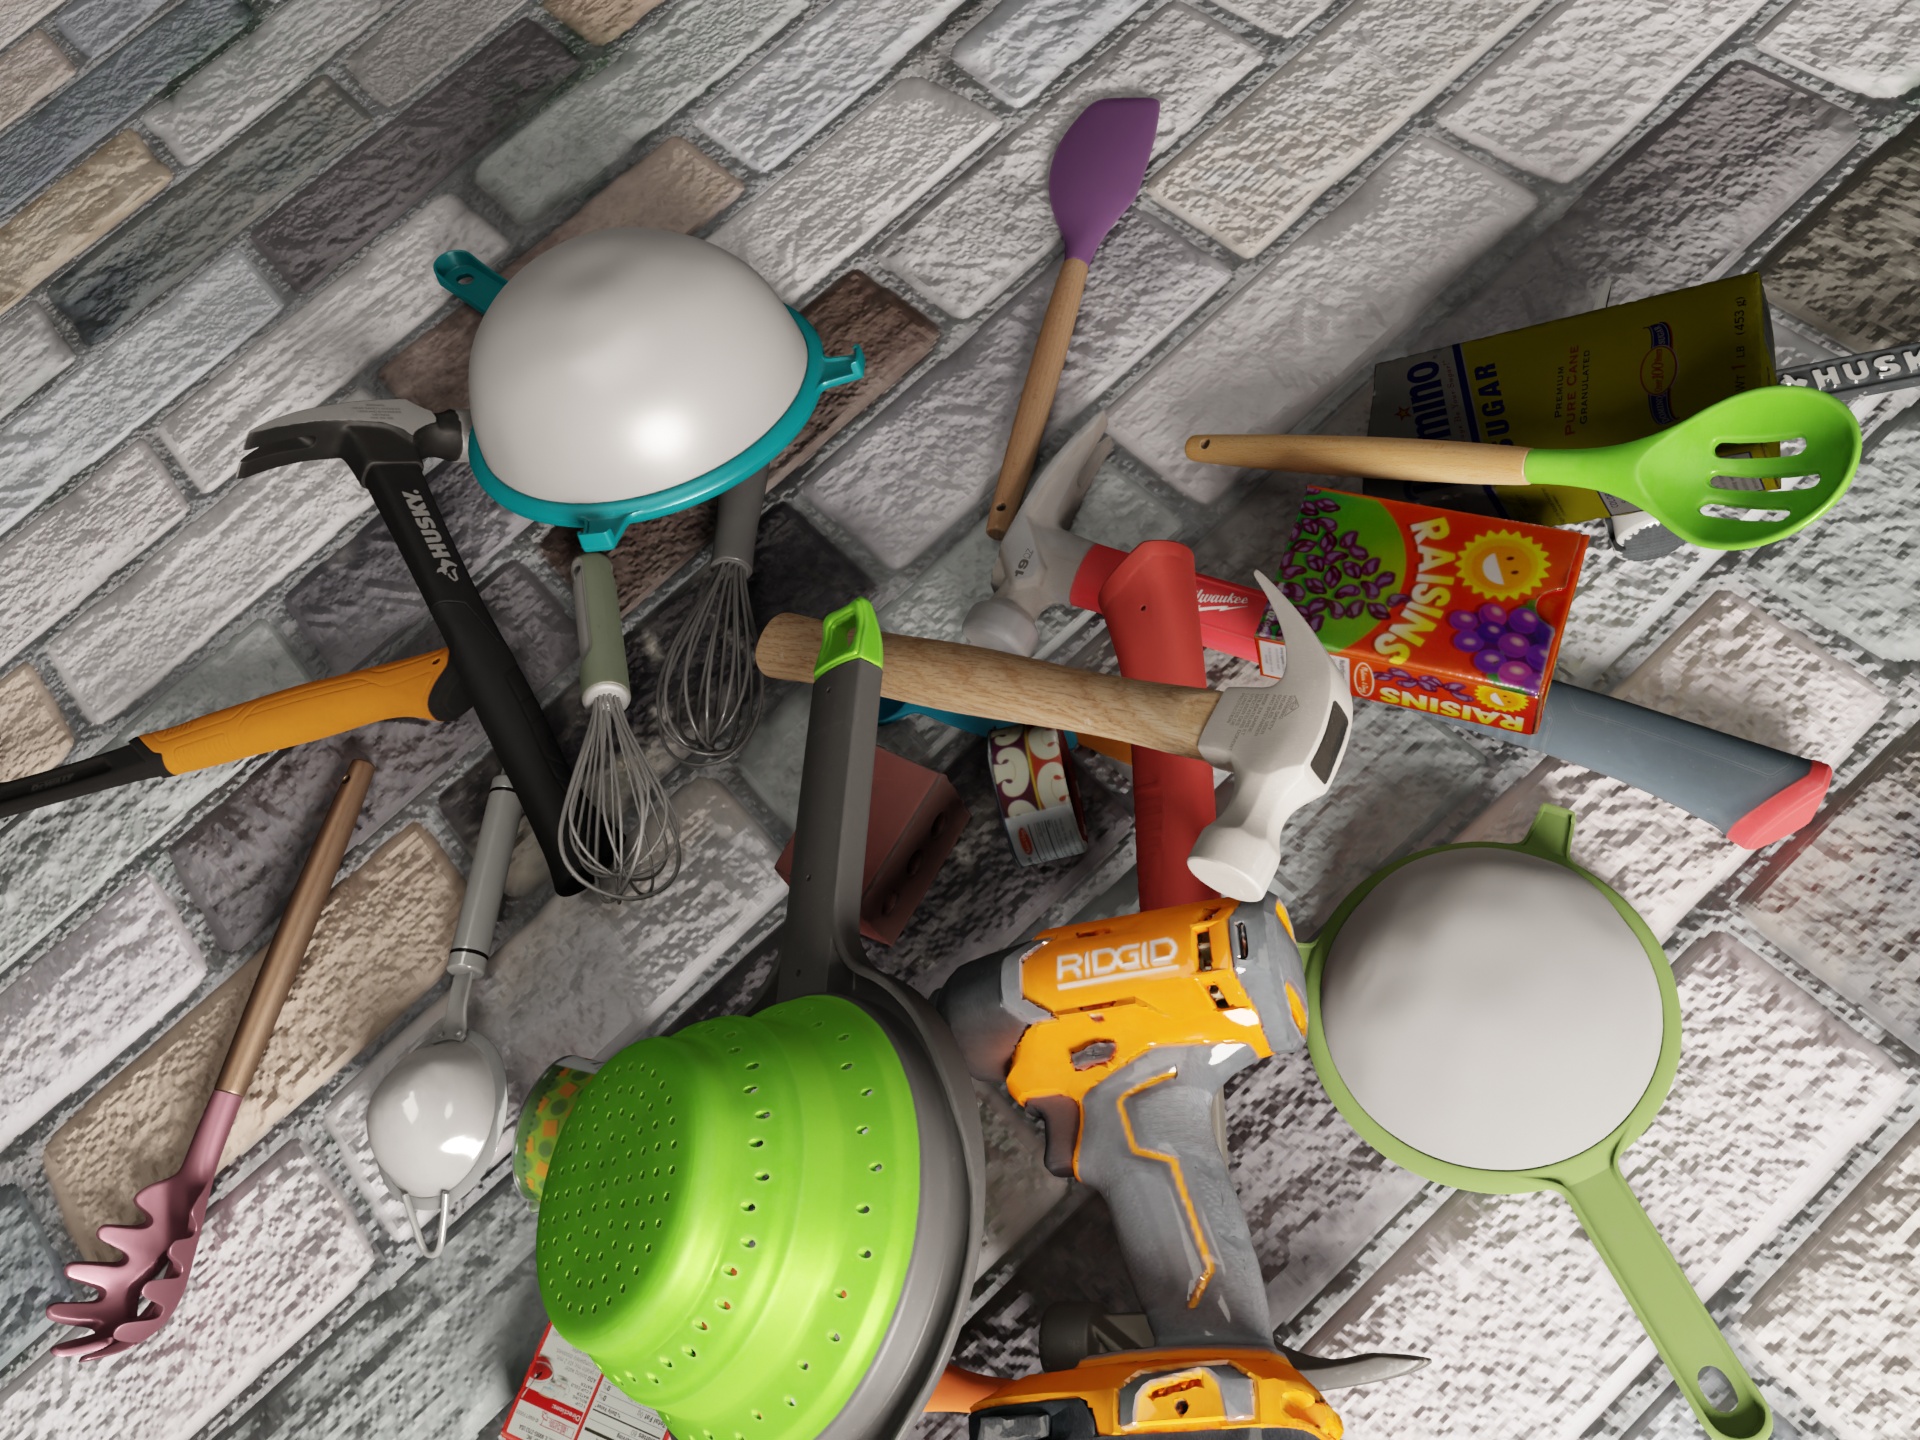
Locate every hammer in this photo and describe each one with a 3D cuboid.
[{"bbox_3d":[0.492,-0.177,0.728,0.409,0.036,0.149,-10,60,11],"label":"hammer"},{"bbox_3d":[0.023,-0.017,0.706,0.331,0.031,0.130,12,64,44],"label":"hammer"},{"bbox_3d":[0.103,0.090,0.671,0.149,0.036,0.359,-9,68,23],"label":"hammer"},{"bbox_3d":[-0.269,-0.048,0.852,0.335,0.146,0.035,57,133,24],"label":"hammer"},{"bbox_3d":[-0.431,0.009,0.896,0.337,0.034,0.127,-14,48,6],"label":"hammer"},{"bbox_3d":[0.198,-0.040,0.742,0.386,0.038,0.143,20,69,24],"label":"hammer"}]

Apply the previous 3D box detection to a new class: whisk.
[{"bbox_3d":[-0.181,-0.005,0.813,0.059,0.057,0.247,7,42,-25],"label":"whisk"},{"bbox_3d":[-0.126,-0.082,0.856,0.055,0.055,0.239,-6,58,14],"label":"whisk"}]

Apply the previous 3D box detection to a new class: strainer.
[{"bbox_3d":[-0.229,-0.241,0.918,0.211,0.095,0.341,-39,52,-20],"label":"strainer"},{"bbox_3d":[-0.248,0.128,0.787,0.087,0.050,0.259,-12,57,27],"label":"strainer"},{"bbox_3d":[0.232,0.150,0.615,0.151,0.069,0.257,-26,58,2],"label":"strainer"}]

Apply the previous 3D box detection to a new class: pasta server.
[{"bbox_3d":[-0.365,0.160,0.804,0.060,0.040,0.316,-1,62,29],"label":"pasta server"}]

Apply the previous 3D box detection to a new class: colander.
[{"bbox_3d":[-0.088,0.110,0.631,0.204,0.094,0.397,-25,50,42],"label":"colander"}]

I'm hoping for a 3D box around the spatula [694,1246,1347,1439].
[{"bbox_3d":[0.044,0.261,0.597,0.323,0.041,0.081,-1,65,27],"label":"spatula"}]

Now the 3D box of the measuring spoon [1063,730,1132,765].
[{"bbox_3d":[0.067,0.006,0.774,0.117,0.011,0.021,28,85,30],"label":"measuring spoon"}]

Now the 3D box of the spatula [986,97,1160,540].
[{"bbox_3d":[0.057,-0.236,0.894,0.060,0.018,0.316,6,64,20],"label":"spatula"}]

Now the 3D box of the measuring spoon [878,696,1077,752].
[{"bbox_3d":[-0.001,-0.003,0.793,0.129,0.021,0.042,16,72,18],"label":"measuring spoon"}]

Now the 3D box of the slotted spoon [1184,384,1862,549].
[{"bbox_3d":[0.231,-0.116,0.709,0.314,0.031,0.070,12,81,43],"label":"slotted spoon"}]

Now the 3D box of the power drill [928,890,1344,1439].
[{"bbox_3d":[0.051,0.179,0.581,0.164,0.084,0.227,-13,55,19],"label":"power drill"}]
